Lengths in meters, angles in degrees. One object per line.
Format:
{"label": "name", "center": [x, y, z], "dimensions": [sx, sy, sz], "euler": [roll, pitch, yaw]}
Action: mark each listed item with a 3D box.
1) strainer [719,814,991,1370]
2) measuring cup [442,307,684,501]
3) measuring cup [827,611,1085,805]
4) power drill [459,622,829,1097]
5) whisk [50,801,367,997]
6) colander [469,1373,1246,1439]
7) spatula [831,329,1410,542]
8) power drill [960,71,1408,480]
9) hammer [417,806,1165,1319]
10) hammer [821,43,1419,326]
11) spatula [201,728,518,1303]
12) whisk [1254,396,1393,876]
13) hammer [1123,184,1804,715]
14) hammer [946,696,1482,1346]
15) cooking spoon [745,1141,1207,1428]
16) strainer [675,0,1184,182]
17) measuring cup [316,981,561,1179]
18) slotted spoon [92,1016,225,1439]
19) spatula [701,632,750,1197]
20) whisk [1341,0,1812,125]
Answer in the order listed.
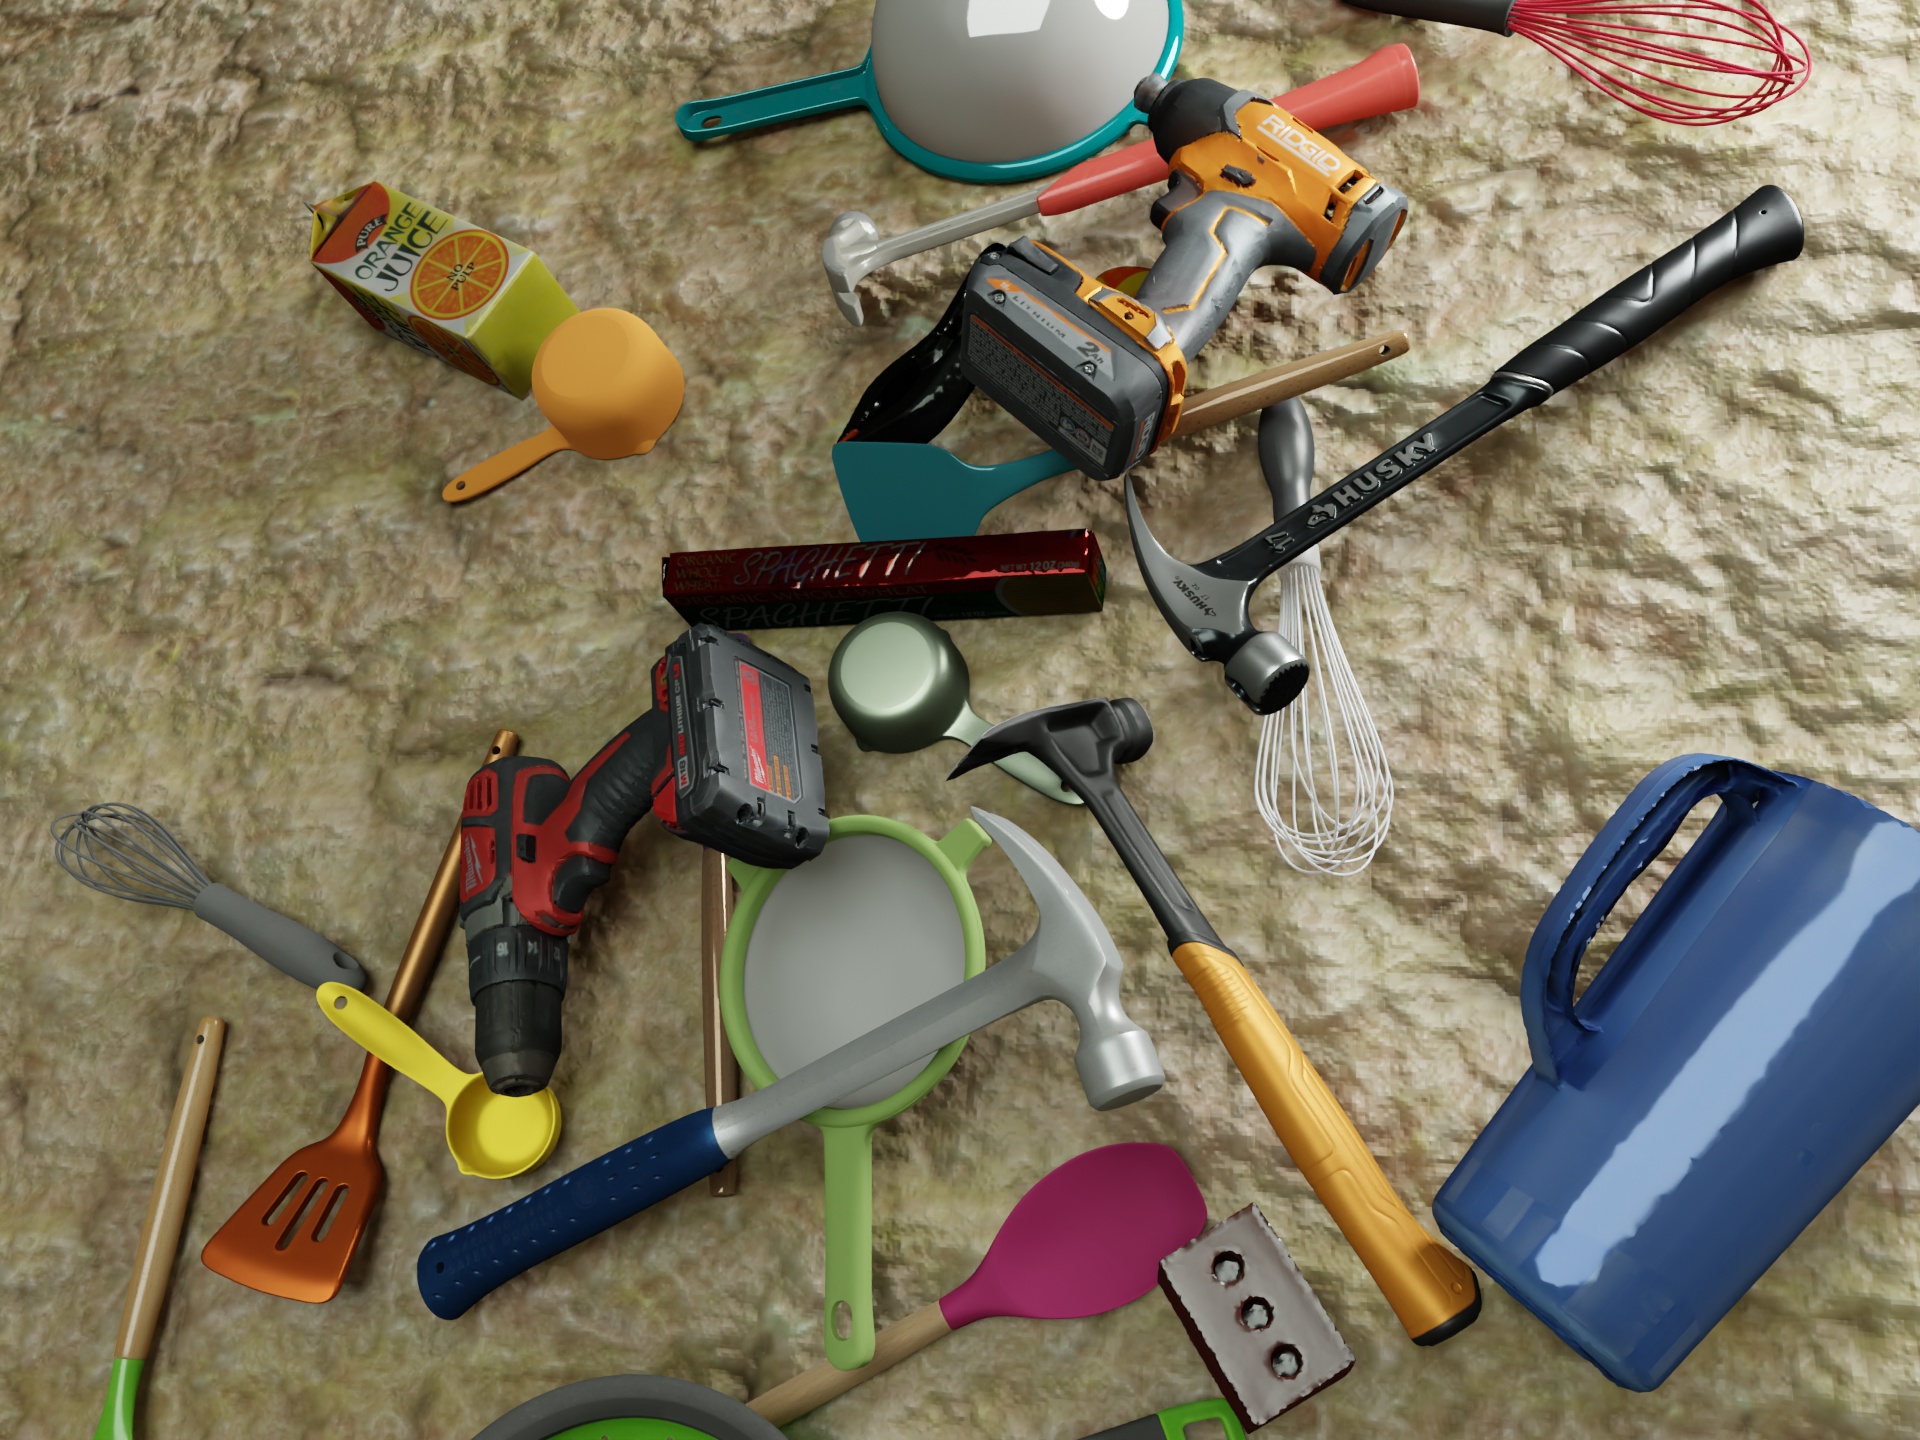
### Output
{"label": "strainer", "center": [-0.041, 0.177, 0.777], "dimensions": [0.151, 0.069, 0.256], "euler": [-9, 73, 28]}
{"label": "measuring cup", "center": [-0.260, -0.193, 0.995], "dimensions": [0.173, 0.052, 0.095], "euler": [-30, 64, 0]}
{"label": "measuring cup", "center": [-0.001, -0.003, 0.853], "dimensions": [0.168, 0.038, 0.083], "euler": [31, 80, 26]}
{"label": "power drill", "center": [-0.176, 0.073, 0.813], "dimensions": [0.226, 0.080, 0.188], "euler": [-30, 52, 28]}
{"label": "whisk", "center": [-0.441, 0.106, 0.931], "dimensions": [0.239, 0.055, 0.055], "euler": [23, 76, 19]}
{"label": "colander", "center": [-0.066, 0.378, 0.702], "dimensions": [0.397, 0.094, 0.205], "euler": [-14, 64, -10]}
{"label": "spatula", "center": [0.086, -0.157, 0.868], "dimensions": [0.317, 0.044, 0.082], "euler": [-17, 109, 7]}
{"label": "power drill", "center": [0.103, -0.245, 0.828], "dimensions": [0.164, 0.084, 0.226], "euler": [42, 69, 15]}
{"label": "hammer", "center": [-0.104, 0.184, 0.749], "dimensions": [0.405, 0.035, 0.144], "euler": [-30, 63, 20]}
{"label": "hammer", "center": [0.092, -0.317, 0.929], "dimensions": [0.359, 0.036, 0.149], "euler": [-17, 30, 4]}
{"label": "spatula", "center": [-0.311, 0.151, 0.878], "dimensions": [0.081, 0.041, 0.323], "euler": [12, 71, 13]}
{"label": "whisk", "center": [0.176, -0.054, 0.817], "dimensions": [0.070, 0.070, 0.285], "euler": [-7, 63, 13]}
{"label": "hammer", "center": [0.267, -0.162, 0.814], "dimensions": [0.409, 0.036, 0.149], "euler": [-33, 56, -9]}
{"label": "hammer", "center": [0.122, 0.131, 0.738], "dimensions": [0.337, 0.127, 0.034], "euler": [57, 132, 21]}
{"label": "cooking spoon", "center": [-0.029, 0.293, 0.753], "dimensions": [0.319, 0.017, 0.069], "euler": [-30, 74, 2]}
{"label": "strainer", "center": [-0.033, -0.441, 1.008], "dimensions": [0.340, 0.095, 0.211], "euler": [-9, 67, 11]}
{"label": "measuring cup", "center": [-0.279, 0.187, 0.846], "dimensions": [0.156, 0.029, 0.062], "euler": [32, 73, 13]}
{"label": "slotted spoon", "center": [-0.438, 0.316, 0.856], "dimensions": [0.070, 0.031, 0.314], "euler": [-3, 66, 14]}
{"label": "spatula", "center": [-0.134, 0.096, 0.863], "dimensions": [0.060, 0.018, 0.316], "euler": [-12, 65, 12]}
{"label": "whisk", "center": [0.336, -0.400, 0.912], "dimensions": [0.296, 0.073, 0.073], "euler": [31, 80, 31]}
